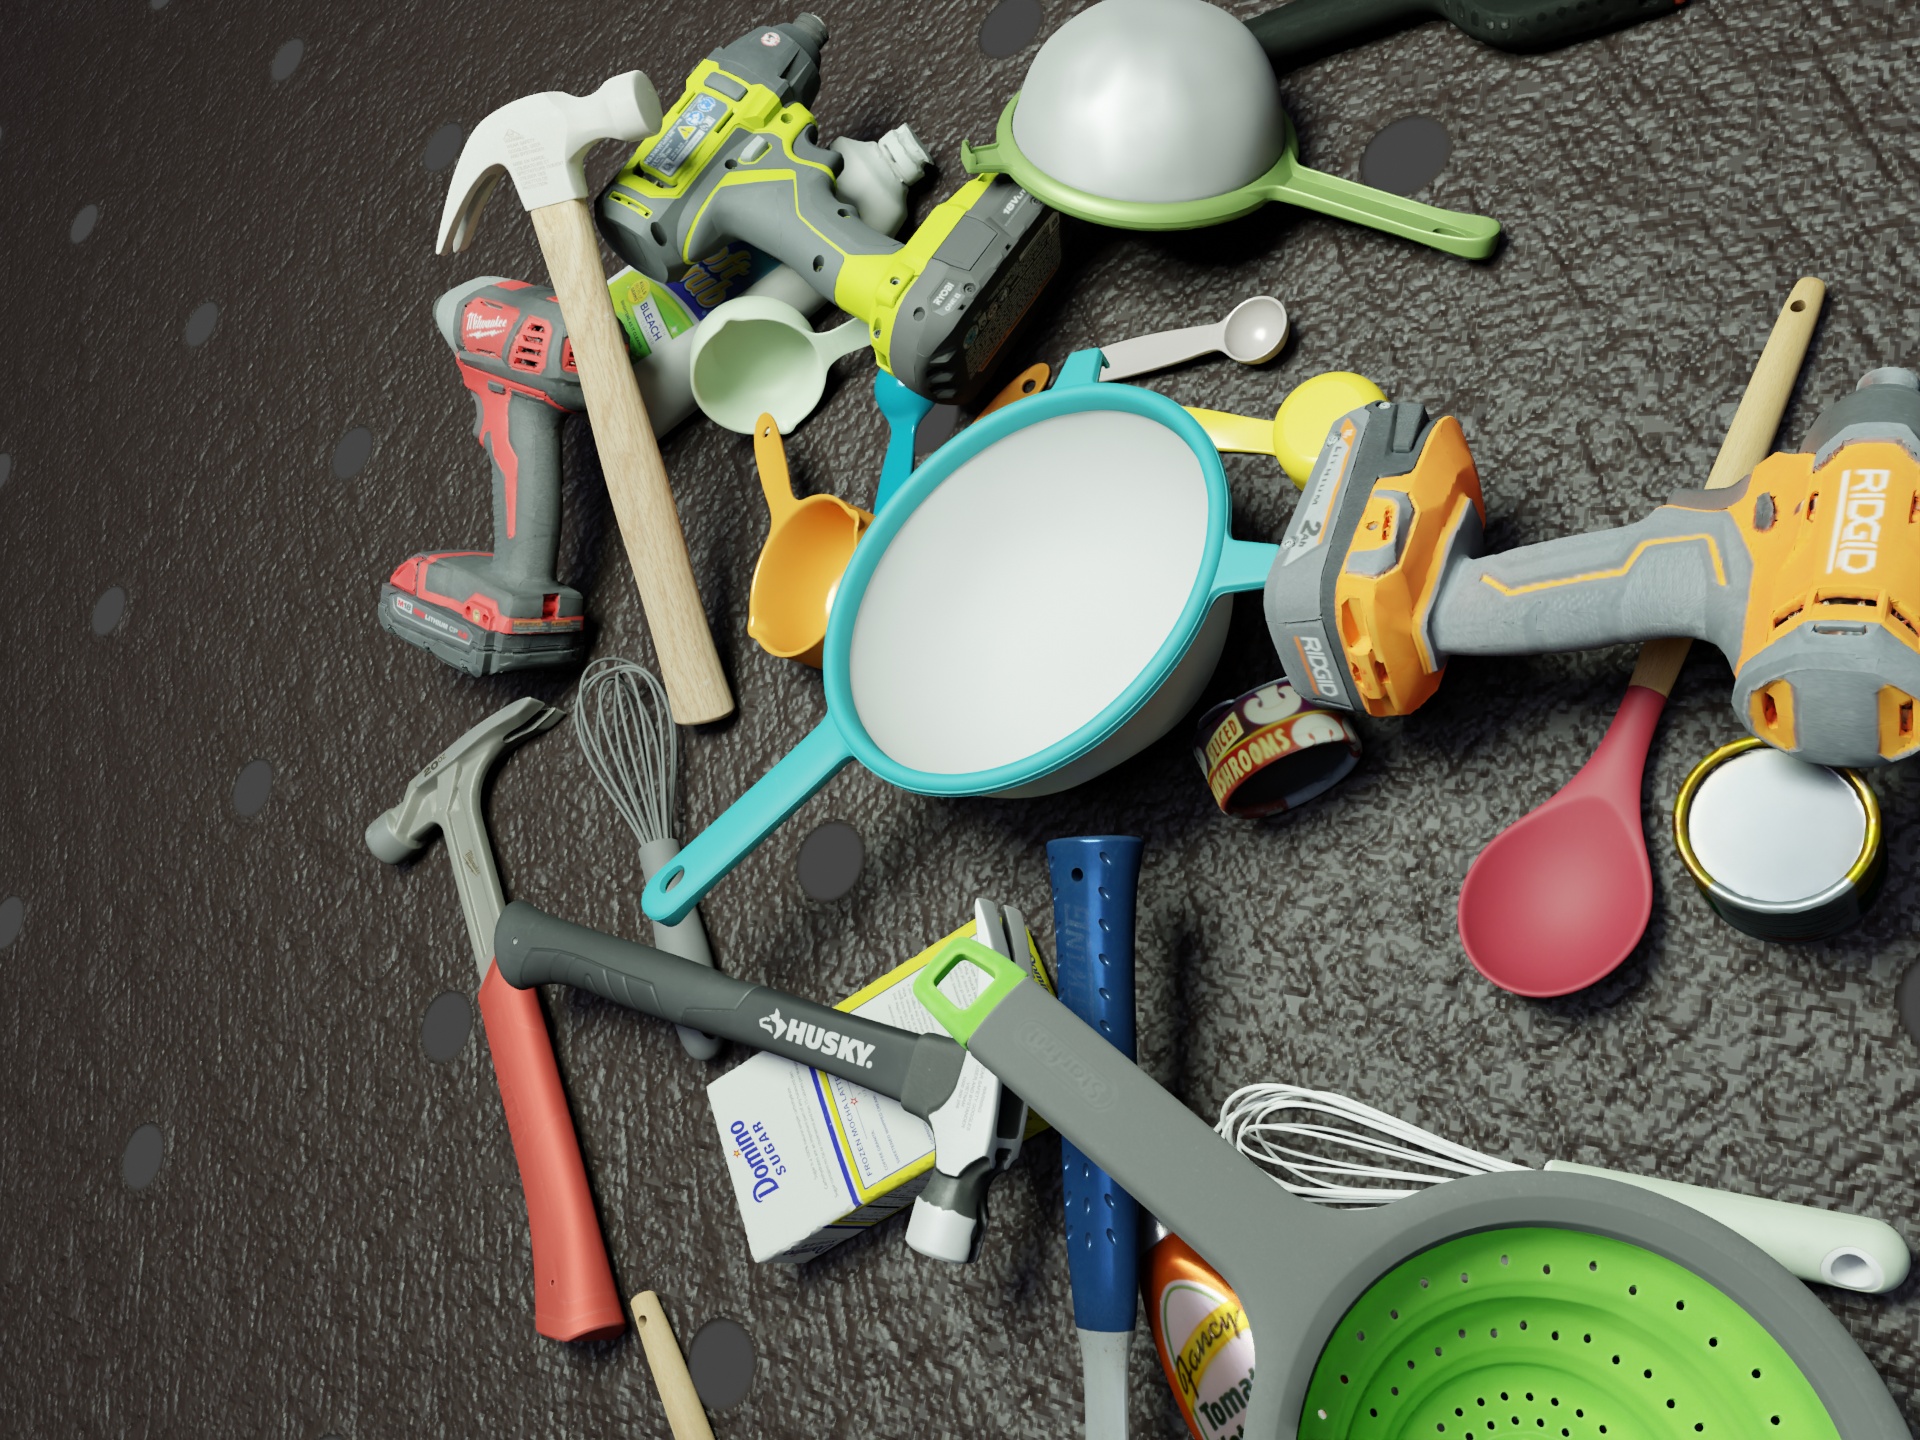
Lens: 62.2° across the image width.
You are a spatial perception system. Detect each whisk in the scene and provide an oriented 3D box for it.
[{"bbox_3d":[0.211,0.175,0.593,0.246,0.059,0.057,4,112,29],"label":"whisk"},{"bbox_3d":[-0.165,0.070,0.860,0.055,0.055,0.239,-29,64,21],"label":"whisk"}]

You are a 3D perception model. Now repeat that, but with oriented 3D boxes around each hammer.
[{"bbox_3d":[-0.181,-0.155,0.838,0.130,0.031,0.331,-8,107,17],"label":"hammer"},{"bbox_3d":[-0.240,0.162,0.880,0.149,0.036,0.359,-36,58,17],"label":"hammer"},{"bbox_3d":[-0.108,0.131,0.758,0.335,0.035,0.146,9,80,37],"label":"hammer"},{"bbox_3d":[0.052,0.250,0.625,0.144,0.035,0.406,-10,75,42],"label":"hammer"}]

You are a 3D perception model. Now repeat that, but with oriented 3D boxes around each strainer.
[{"bbox_3d":[0.137,-0.285,0.751,0.256,0.069,0.151,27,55,22],"label":"strainer"},{"bbox_3d":[-0.001,-0.002,0.745,0.340,0.095,0.211,-41,44,11],"label":"strainer"}]

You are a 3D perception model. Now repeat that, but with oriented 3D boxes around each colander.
[{"bbox_3d":[0.137,0.217,0.558,0.397,0.094,0.204,37,72,26],"label":"colander"}]

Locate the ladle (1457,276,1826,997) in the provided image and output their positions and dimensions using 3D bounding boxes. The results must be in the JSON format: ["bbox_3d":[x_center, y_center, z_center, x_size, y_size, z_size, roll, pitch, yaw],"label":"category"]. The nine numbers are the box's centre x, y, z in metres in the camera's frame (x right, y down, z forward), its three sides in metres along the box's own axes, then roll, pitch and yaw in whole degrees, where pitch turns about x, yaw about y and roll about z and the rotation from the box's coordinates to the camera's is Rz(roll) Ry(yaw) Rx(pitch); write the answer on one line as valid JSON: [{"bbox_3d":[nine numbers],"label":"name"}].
[{"bbox_3d":[0.281,-0.035,0.631,0.069,0.031,0.315,21,83,35],"label":"ladle"}]

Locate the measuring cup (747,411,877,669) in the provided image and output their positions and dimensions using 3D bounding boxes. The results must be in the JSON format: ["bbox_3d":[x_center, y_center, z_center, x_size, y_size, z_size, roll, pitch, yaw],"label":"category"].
[{"bbox_3d":[-0.075,-0.101,0.858,0.095,0.052,0.174,-43,46,29],"label":"measuring cup"}]

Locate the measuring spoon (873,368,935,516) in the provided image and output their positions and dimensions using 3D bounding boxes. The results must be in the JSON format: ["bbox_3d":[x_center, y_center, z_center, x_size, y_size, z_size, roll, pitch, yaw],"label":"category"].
[{"bbox_3d":[-0.038,-0.146,0.869,0.042,0.021,0.129,0,74,32],"label":"measuring spoon"}]

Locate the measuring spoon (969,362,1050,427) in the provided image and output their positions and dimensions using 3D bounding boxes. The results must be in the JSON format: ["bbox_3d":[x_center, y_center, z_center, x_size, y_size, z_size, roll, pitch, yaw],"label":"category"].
[{"bbox_3d":[0.008,-0.144,0.849,0.117,0.011,0.021,-48,57,5],"label":"measuring spoon"}]

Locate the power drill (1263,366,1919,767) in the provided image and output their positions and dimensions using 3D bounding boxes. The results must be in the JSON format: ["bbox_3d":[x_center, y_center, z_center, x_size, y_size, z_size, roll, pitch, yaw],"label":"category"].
[{"bbox_3d":[0.247,-0.069,0.598,0.226,0.084,0.164,6,54,34],"label":"power drill"}]

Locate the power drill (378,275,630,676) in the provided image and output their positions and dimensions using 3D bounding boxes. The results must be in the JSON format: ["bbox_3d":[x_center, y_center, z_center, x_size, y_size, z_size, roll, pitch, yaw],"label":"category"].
[{"bbox_3d":[-0.271,-0.147,0.932,0.143,0.078,0.219,23,109,33],"label":"power drill"}]

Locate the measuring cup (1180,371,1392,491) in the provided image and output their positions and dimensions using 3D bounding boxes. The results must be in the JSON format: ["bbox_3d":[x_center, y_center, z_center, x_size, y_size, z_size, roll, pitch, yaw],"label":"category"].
[{"bbox_3d":[0.131,-0.142,0.757,0.157,0.029,0.062,13,81,33],"label":"measuring cup"}]

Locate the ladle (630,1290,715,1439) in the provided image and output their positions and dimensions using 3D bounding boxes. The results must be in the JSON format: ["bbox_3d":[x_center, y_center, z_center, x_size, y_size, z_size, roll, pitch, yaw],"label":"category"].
[{"bbox_3d":[-0.095,0.396,0.698,0.078,0.062,0.320,-42,54,13],"label":"ladle"}]

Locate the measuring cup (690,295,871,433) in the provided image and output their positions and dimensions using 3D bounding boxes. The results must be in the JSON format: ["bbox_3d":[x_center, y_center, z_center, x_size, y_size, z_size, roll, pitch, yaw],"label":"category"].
[{"bbox_3d":[-0.075,-0.222,0.902,0.167,0.083,0.038,-23,45,5],"label":"measuring cup"}]

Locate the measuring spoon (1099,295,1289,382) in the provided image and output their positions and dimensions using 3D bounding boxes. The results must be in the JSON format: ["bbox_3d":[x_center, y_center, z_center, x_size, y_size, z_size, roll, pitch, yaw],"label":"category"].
[{"bbox_3d":[0.110,-0.184,0.799,0.124,0.018,0.034,-4,72,38],"label":"measuring spoon"}]

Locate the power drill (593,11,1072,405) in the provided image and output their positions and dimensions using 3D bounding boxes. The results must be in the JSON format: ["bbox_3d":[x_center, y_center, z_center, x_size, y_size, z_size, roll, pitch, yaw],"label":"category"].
[{"bbox_3d":[-0.059,-0.278,0.843,0.223,0.080,0.171,31,77,16],"label":"power drill"}]
